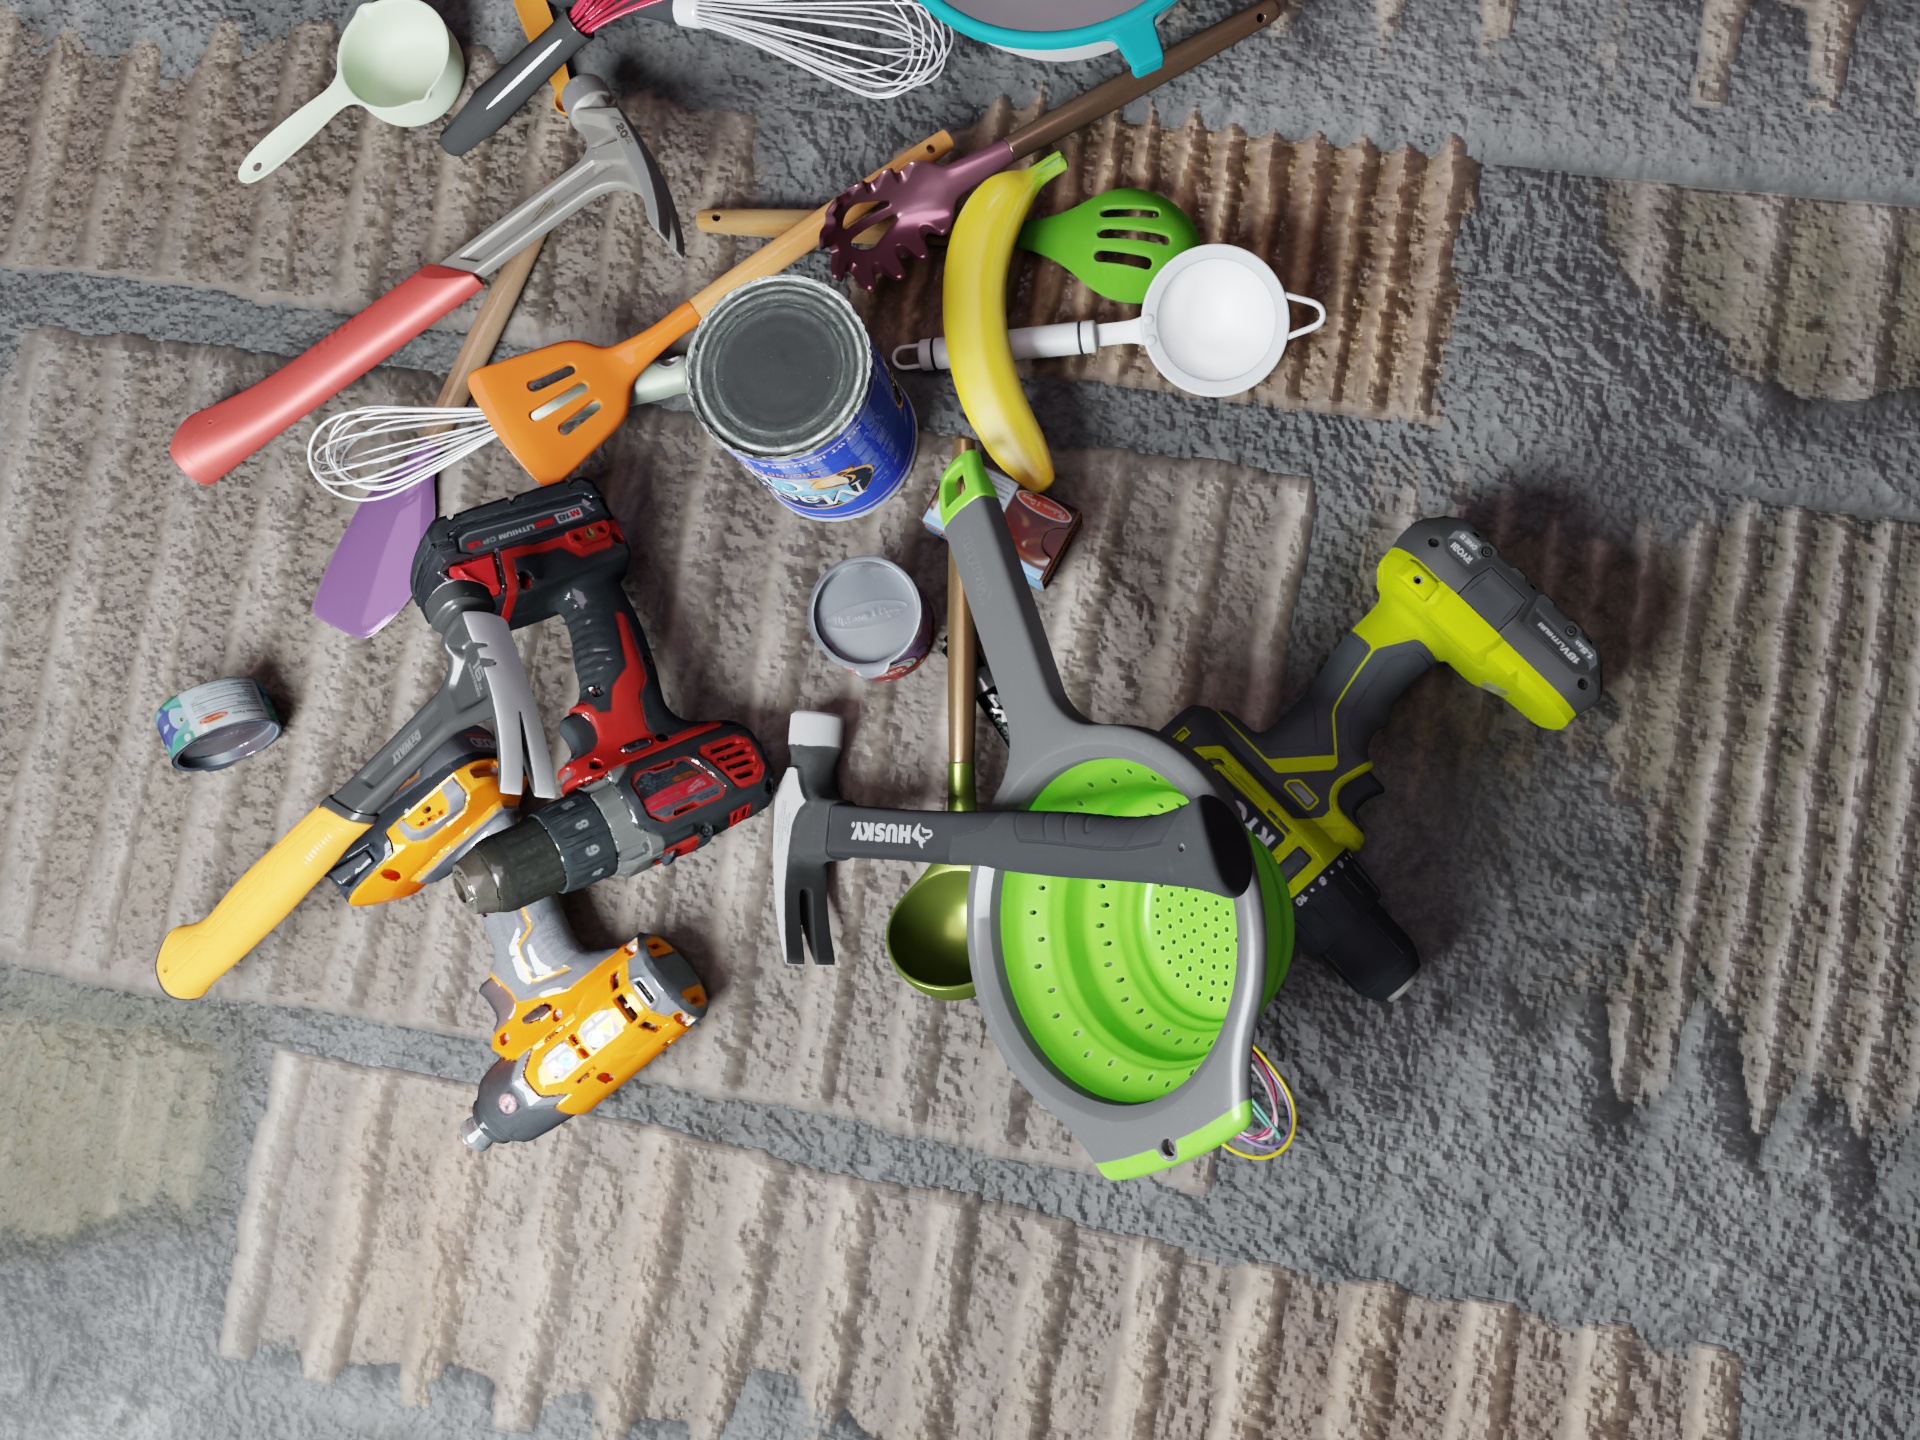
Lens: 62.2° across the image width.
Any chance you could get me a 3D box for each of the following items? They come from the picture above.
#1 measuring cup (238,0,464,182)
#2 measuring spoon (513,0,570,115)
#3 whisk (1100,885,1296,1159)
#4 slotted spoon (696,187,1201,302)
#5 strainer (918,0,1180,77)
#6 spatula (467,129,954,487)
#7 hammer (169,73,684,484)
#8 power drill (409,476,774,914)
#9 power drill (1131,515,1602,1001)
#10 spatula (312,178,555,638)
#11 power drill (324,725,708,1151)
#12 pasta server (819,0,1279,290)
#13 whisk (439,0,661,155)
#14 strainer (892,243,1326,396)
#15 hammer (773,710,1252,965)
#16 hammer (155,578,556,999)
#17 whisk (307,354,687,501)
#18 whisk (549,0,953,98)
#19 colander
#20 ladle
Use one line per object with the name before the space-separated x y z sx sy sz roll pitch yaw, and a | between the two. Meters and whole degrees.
measuring cup | -0.395 -0.397 1.033 0.167 0.038 0.083 -36 80 5
measuring spoon | -0.269 -0.441 1.033 0.021 0.011 0.117 -24 77 6
whisk | 0.101 0.142 0.894 0.047 0.051 0.245 -41 77 8
slotted spoon | -0.011 -0.297 0.968 0.314 0.031 0.070 6 85 11
strainer | 0.004 -0.493 0.956 0.340 0.095 0.211 20 84 14
spatula | -0.138 -0.258 0.947 0.322 0.041 0.081 -35 99 -1
hammer | -0.339 -0.249 0.986 0.359 0.036 0.149 -32 64 9
power drill | -0.233 -0.010 0.907 0.188 0.080 0.227 -25 78 -32
power drill | 0.234 0.021 0.871 0.228 0.080 0.191 -44 78 5
spatula | -0.322 -0.199 1.008 0.060 0.018 0.316 25 89 6
power drill | -0.277 0.133 0.935 0.164 0.084 0.226 -40 83 4
pasta server | 0.054 -0.349 0.941 0.316 0.040 0.060 -29 121 -4
whisk | -0.217 -0.435 0.965 0.296 0.073 0.073 -30 80 26
strainer | 0.083 -0.229 0.939 0.258 0.050 0.086 -3 111 14
hammer | 0.010 0.067 0.818 0.335 0.035 0.146 -1 82 48
hammer | -0.346 0.069 0.874 0.337 0.034 0.127 -38 64 26
whisk | -0.279 -0.185 0.980 0.246 0.058 0.059 -14 123 -2
whisk | -0.138 -0.440 0.991 0.285 0.070 0.070 16 86 15
colander | 0.079 0.032 0.844 0.204 0.094 0.397 -38 61 43
ladle | -0.001 -0.003 0.903 0.078 0.062 0.320 0 89 11
